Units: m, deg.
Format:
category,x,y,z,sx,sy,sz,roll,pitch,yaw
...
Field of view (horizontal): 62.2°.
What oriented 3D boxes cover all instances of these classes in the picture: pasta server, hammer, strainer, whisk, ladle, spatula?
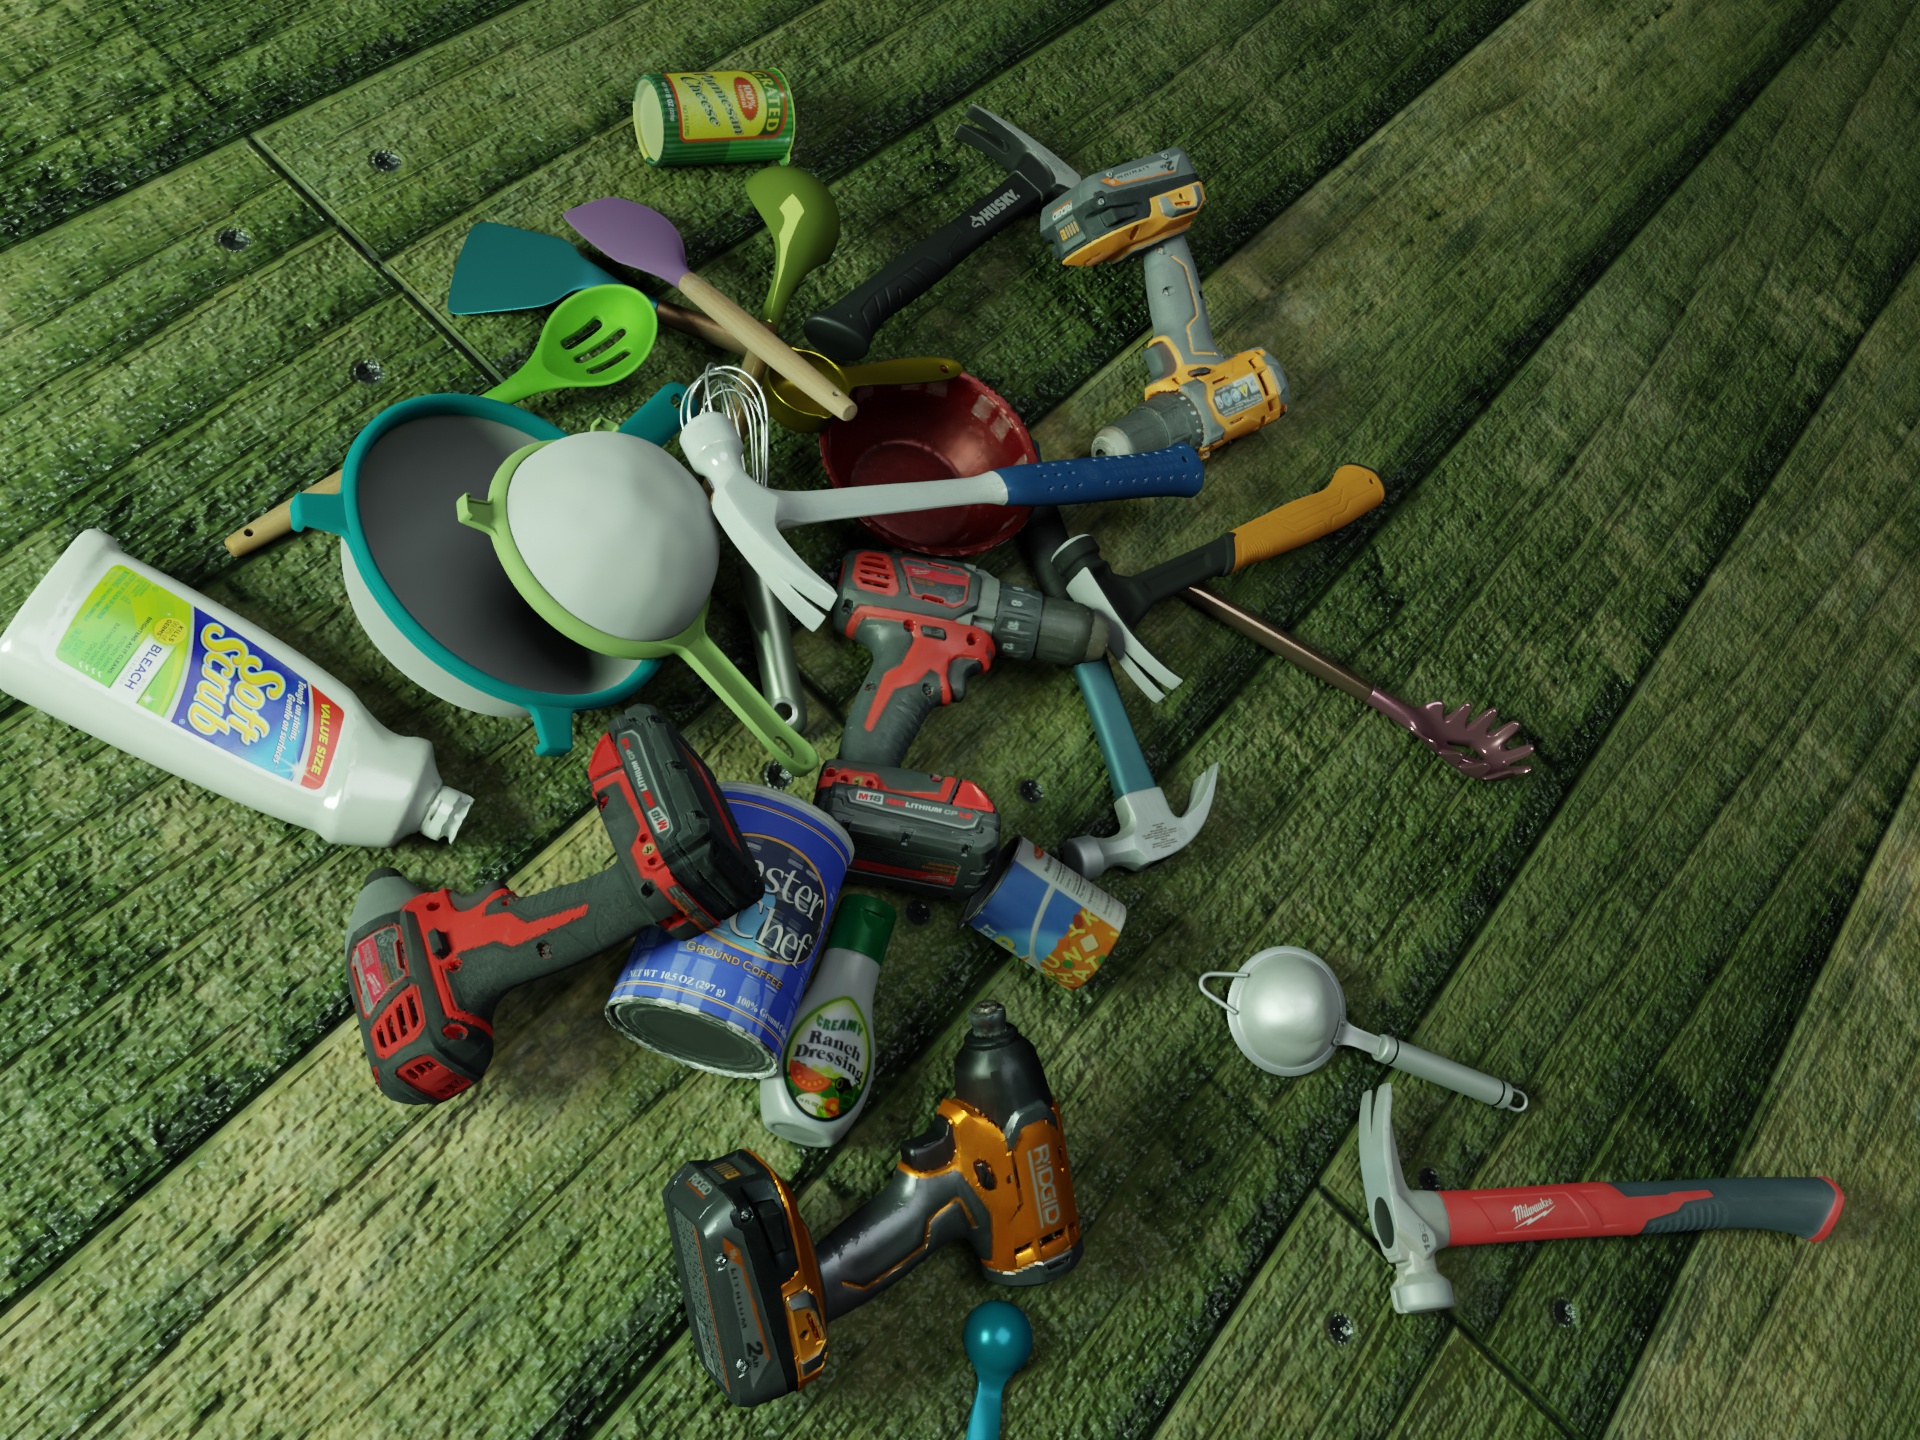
category,x,y,z,sx,sy,sz,roll,pitch,yaw
pasta server,0.290,-0.038,1.203,0.316,0.040,0.060,29,50,-6
hammer,0.451,0.322,1.101,0.386,0.038,0.143,4,64,-21
hammer,-0.013,-0.363,1.207,0.146,0.035,0.335,42,50,0
strainer,0.283,0.219,1.080,0.258,0.050,0.087,23,76,-15
hammer,0.018,-0.147,1.049,0.405,0.035,0.144,-12,64,-40
hammer,0.086,-0.053,1.128,0.128,0.033,0.331,-9,70,-25
strainer,-0.159,-0.076,0.936,0.256,0.069,0.151,49,36,-7
whisk,-0.133,-0.110,1.025,0.058,0.059,0.246,-11,91,9
strainer,-0.263,-0.116,0.991,0.211,0.095,0.341,45,36,-14
hammer,0.219,-0.125,1.193,0.337,0.034,0.127,-26,77,-37
ladle,-0.148,-0.245,1.092,0.078,0.062,0.320,31,65,-40
spatula,-0.194,-0.277,1.125,0.317,0.044,0.082,16,61,-20
spatula,-0.167,-0.284,1.069,0.060,0.018,0.316,-30,55,-26

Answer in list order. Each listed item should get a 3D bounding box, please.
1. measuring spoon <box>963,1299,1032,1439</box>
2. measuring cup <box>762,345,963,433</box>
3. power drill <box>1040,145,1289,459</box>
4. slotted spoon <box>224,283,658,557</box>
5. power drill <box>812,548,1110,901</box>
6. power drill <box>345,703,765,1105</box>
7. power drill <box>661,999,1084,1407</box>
category,x,y,z,sx,sy,sz,roll,pitch,yaw
measuring spoon,0.018,0.393,0.897,0.042,0.021,0.129,18,60,-14
measuring cup,-0.066,-0.228,1.092,0.156,0.029,0.062,-15,67,-34
power drill,0.143,-0.305,1.222,0.185,0.084,0.226,-29,98,-30
slotted spoon,-0.324,-0.190,1.014,0.314,0.031,0.070,-38,80,-25
power drill,-0.002,-0.003,1.031,0.188,0.080,0.227,11,59,-5
power drill,-0.229,0.094,0.857,0.219,0.078,0.143,-32,52,-1
power drill,-0.042,0.257,0.875,0.226,0.084,0.164,-15,101,-28
